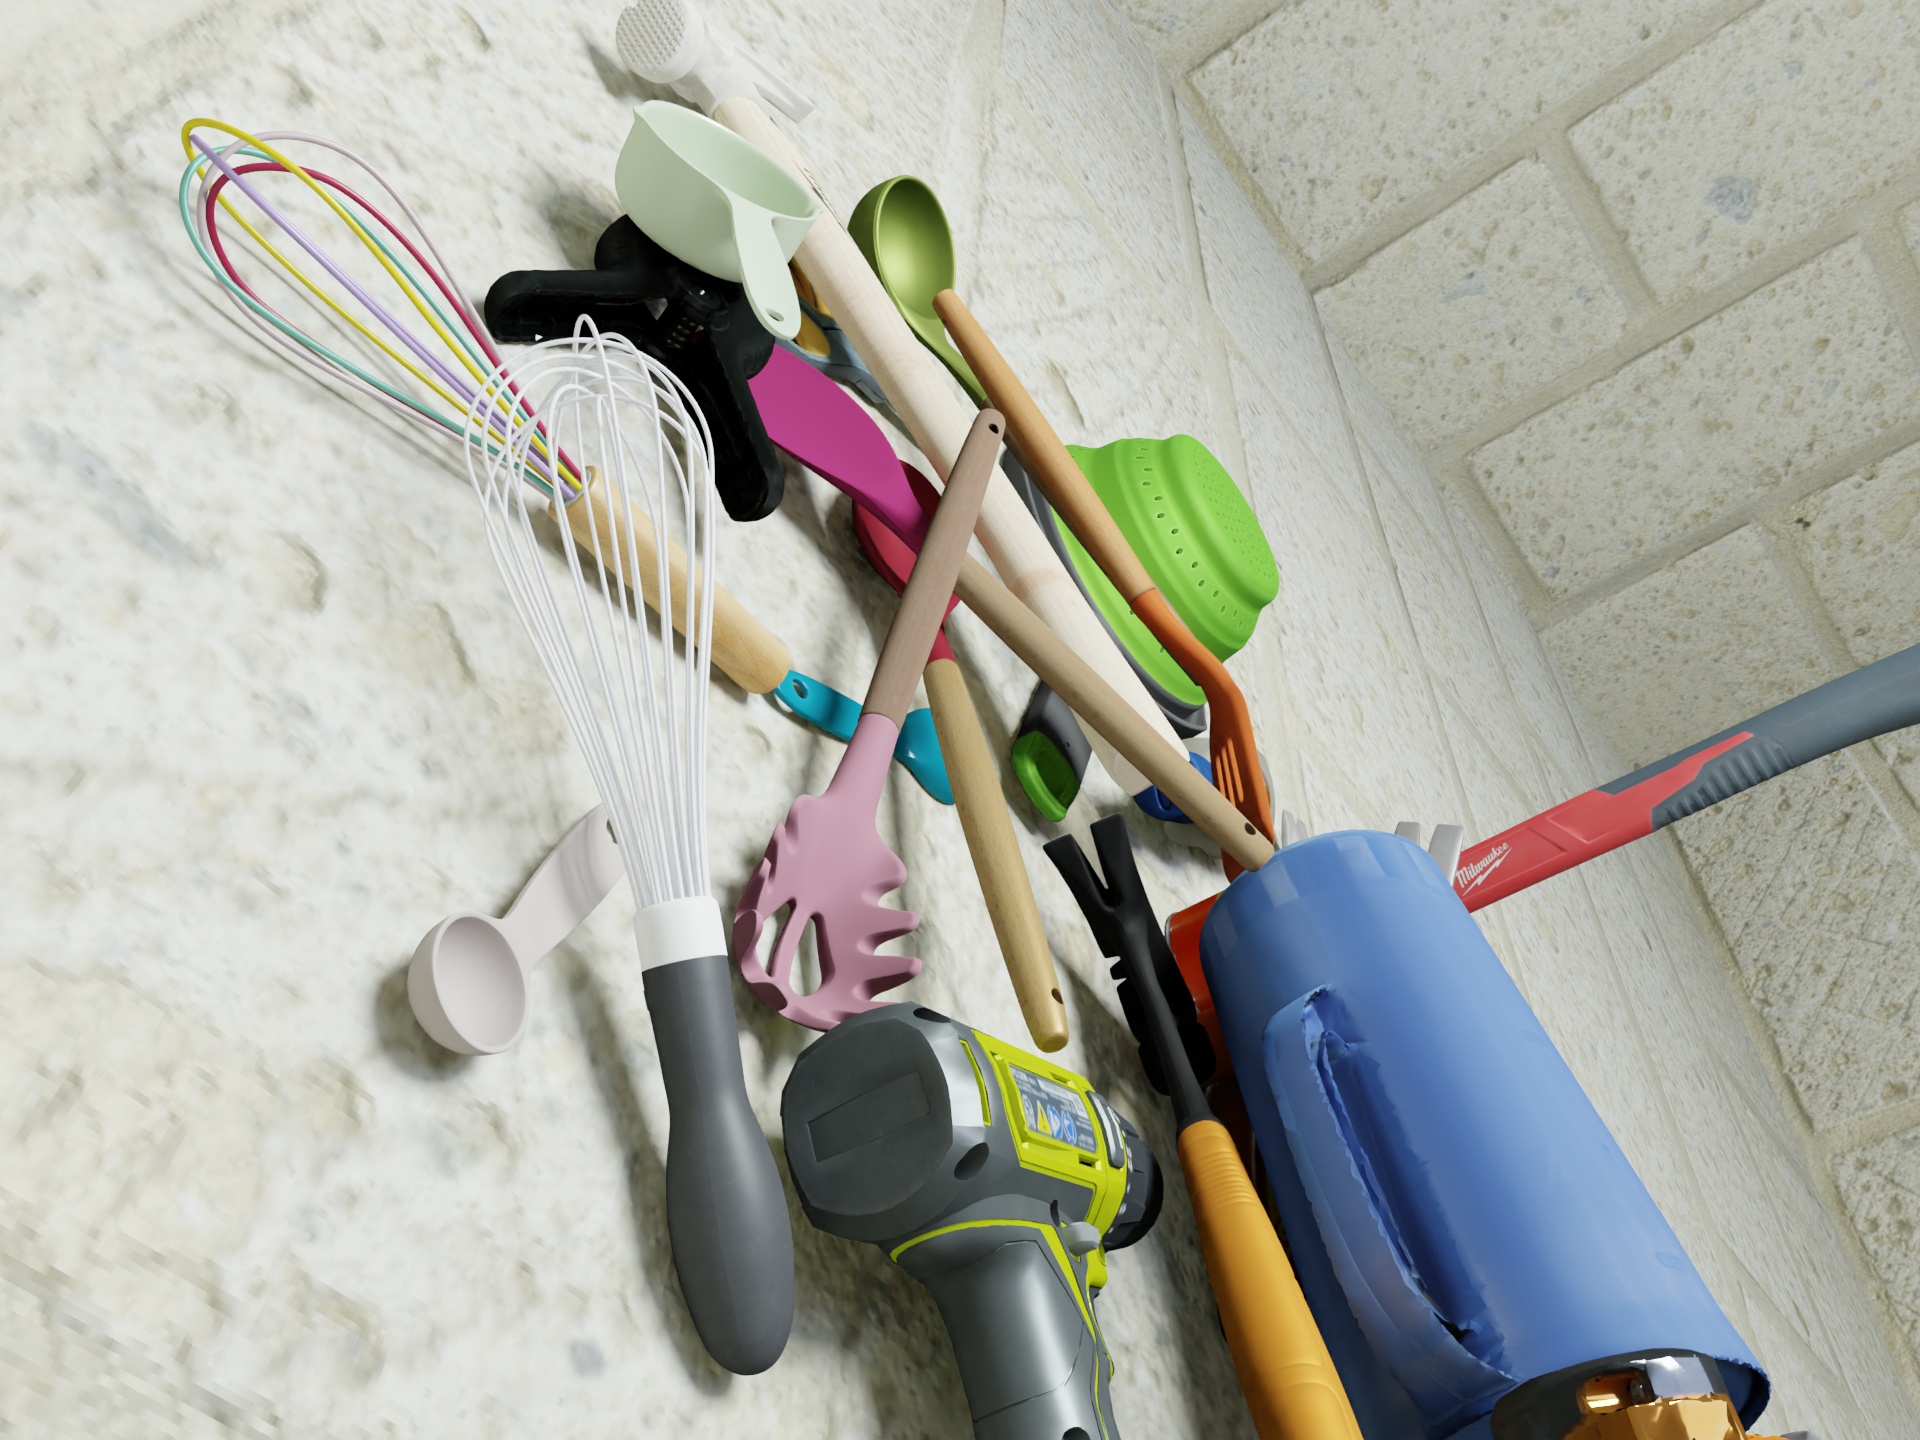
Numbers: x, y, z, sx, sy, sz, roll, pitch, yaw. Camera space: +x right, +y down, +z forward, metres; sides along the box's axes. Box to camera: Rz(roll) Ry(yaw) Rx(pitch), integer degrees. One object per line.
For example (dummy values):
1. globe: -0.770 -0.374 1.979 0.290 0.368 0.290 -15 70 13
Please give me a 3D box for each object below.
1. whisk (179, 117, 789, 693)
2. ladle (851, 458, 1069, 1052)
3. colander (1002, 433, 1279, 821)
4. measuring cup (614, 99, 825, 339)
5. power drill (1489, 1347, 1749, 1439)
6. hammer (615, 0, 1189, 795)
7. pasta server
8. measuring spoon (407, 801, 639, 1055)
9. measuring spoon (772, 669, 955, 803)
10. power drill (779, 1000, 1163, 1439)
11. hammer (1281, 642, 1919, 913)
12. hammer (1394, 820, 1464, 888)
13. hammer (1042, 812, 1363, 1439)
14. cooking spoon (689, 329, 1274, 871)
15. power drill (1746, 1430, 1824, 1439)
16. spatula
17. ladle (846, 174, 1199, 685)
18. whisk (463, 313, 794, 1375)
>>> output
1. whisk: -0.133 -0.084 0.485 0.244 0.047 0.051 46 33 -37
2. ladle: -0.001 -0.002 0.615 0.069 0.031 0.316 31 28 -35
3. colander: 0.103 -0.064 0.852 0.204 0.094 0.397 54 25 -13
4. measuring cup: -0.086 -0.170 0.580 0.083 0.038 0.168 19 34 -32
5. power drill: 0.159 0.291 0.414 0.084 0.226 0.186 2 51 -14
6. hammer: -0.015 -0.148 0.734 0.411 0.038 0.146 58 18 9
7. pasta server: -0.018 -0.020 0.568 0.060 0.040 0.316 36 45 -19
8. measuring spoon: -0.111 0.049 0.415 0.124 0.018 0.034 -65 132 -69
9. measuring spoon: -0.027 -0.001 0.616 0.128 0.021 0.042 27 40 -53
10. power drill: 0.039 0.202 0.452 0.190 0.080 0.229 39 27 -55
11. hammer: 0.363 0.037 0.884 0.038 0.386 0.143 29 38 -48
12. hammer: 0.266 0.181 0.855 0.358 0.037 0.149 46 54 -57
13. hammer: 0.085 0.154 0.512 0.337 0.034 0.127 -103 170 -67
14. cooking spoon: 0.007 -0.053 0.648 0.319 0.017 0.069 44 36 7
15. power drill: 0.268 0.292 0.689 0.226 0.084 0.164 38 -11 16
16. spatula: 0.064 -0.073 0.739 0.323 0.041 0.081 59 -13 16
17. ladle: 0.038 -0.151 0.801 0.320 0.062 0.078 55 25 19
18. whisk: -0.080 0.026 0.423 0.070 0.070 0.285 9 66 -60
